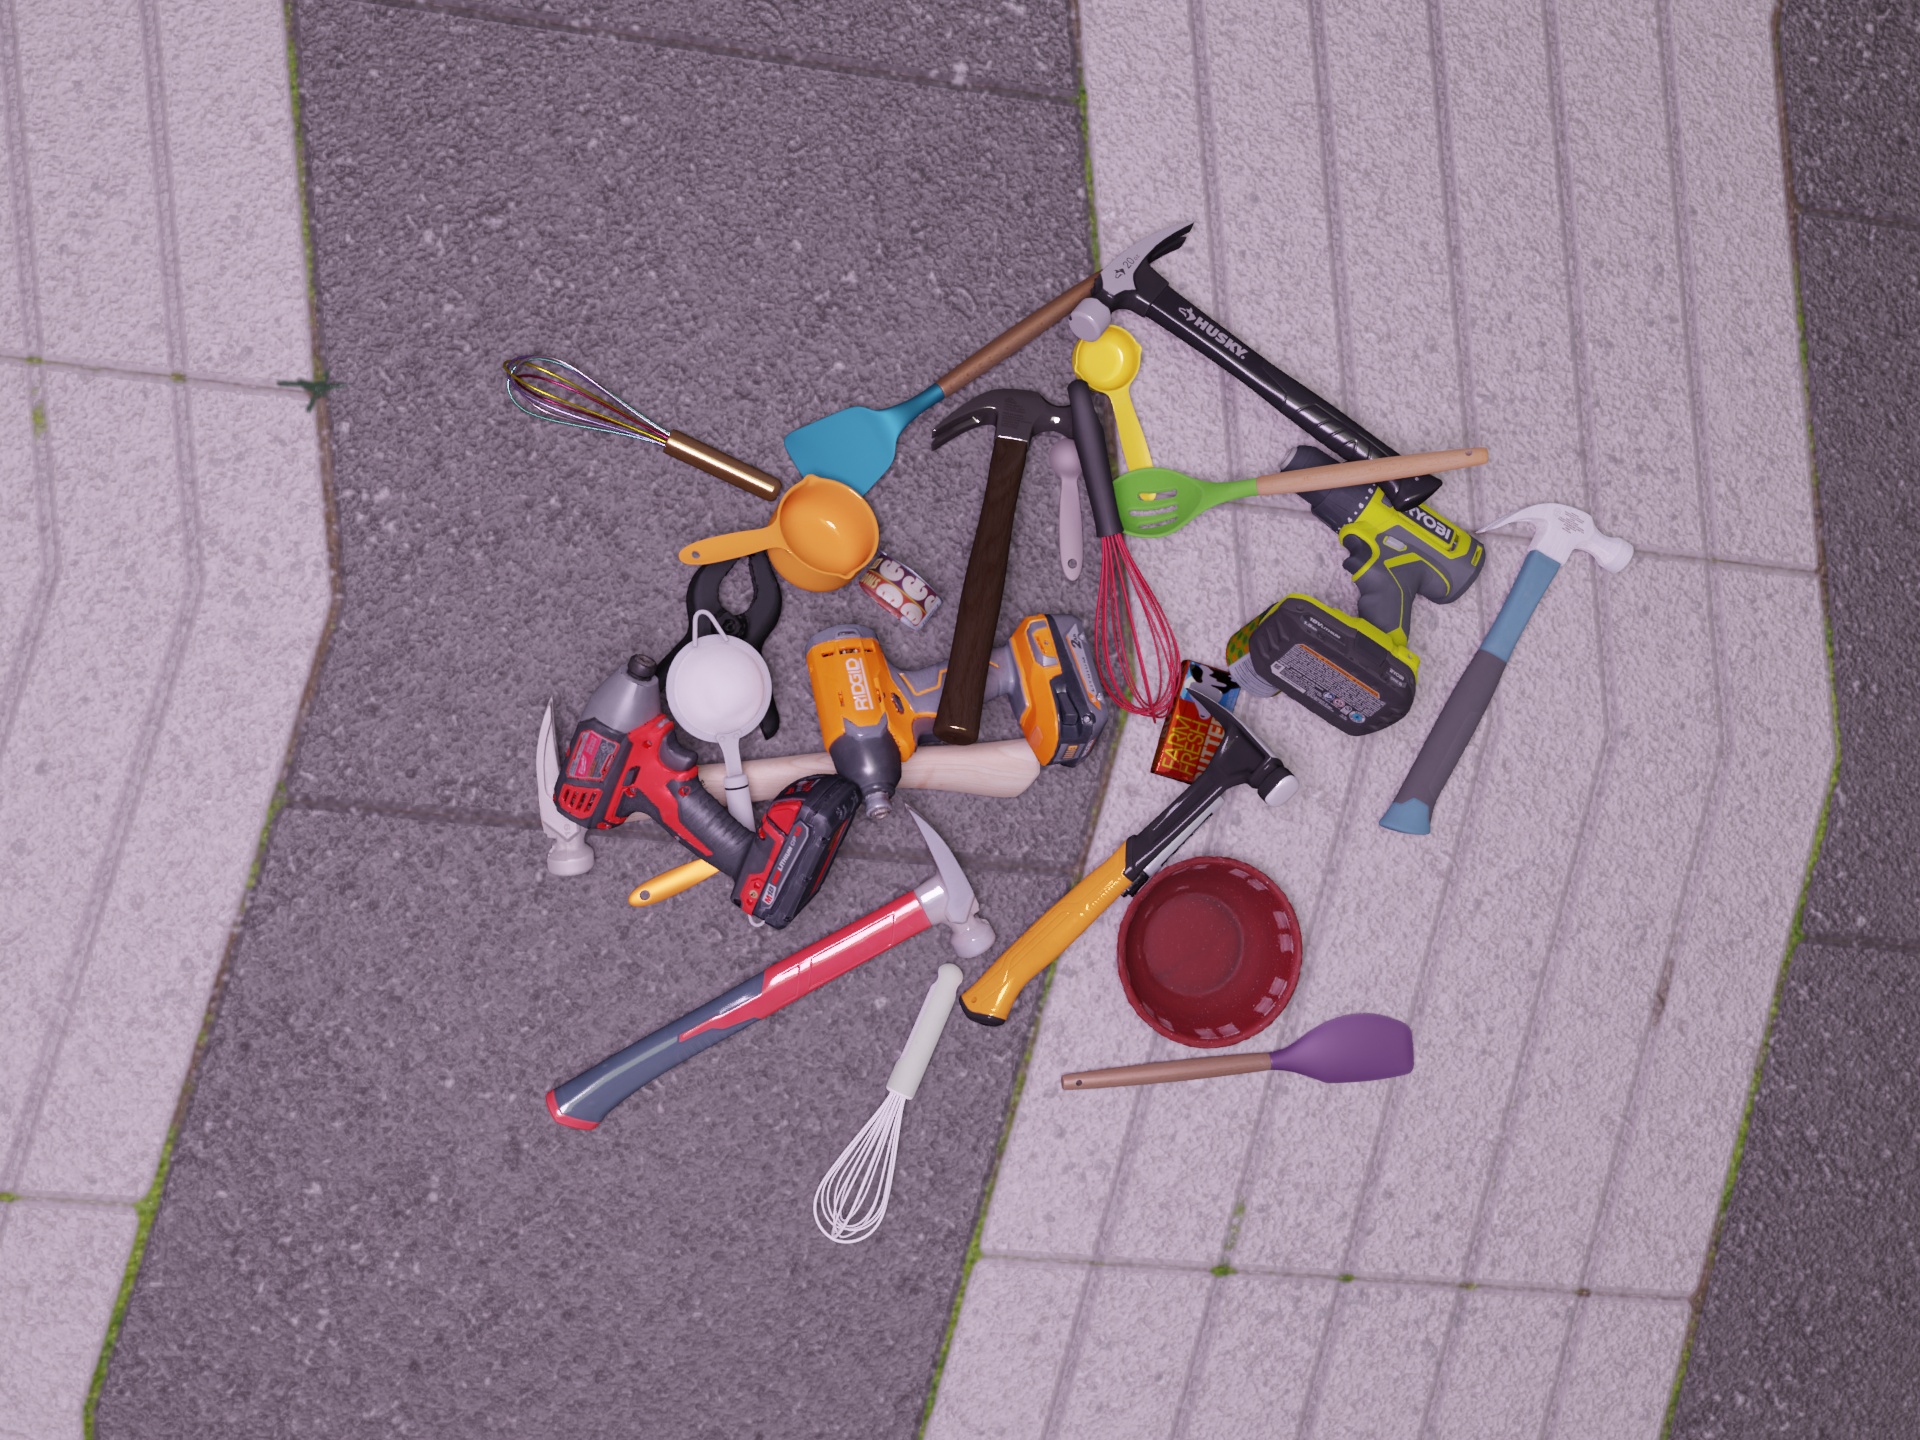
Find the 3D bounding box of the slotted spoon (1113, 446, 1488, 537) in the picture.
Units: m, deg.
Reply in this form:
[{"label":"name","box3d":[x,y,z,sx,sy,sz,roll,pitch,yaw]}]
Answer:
[{"label":"slotted spoon","box3d":[0.271,-0.195,1.313,0.314,0.031,0.070,-6,65,21]}]

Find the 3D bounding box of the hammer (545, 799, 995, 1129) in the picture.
[{"label":"hammer","box3d":[-0.170,0.213,1.308,0.386,0.038,0.143,-28,107,-5]}]

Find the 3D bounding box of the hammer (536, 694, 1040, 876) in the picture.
[{"label":"hammer","box3d":[-0.138,0.037,1.312,0.410,0.038,0.146,-5,108,-9]}]

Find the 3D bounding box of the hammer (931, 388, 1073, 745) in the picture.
[{"label":"hammer","box3d":[0.021,-0.132,1.288,0.130,0.031,0.331,10,64,3]}]

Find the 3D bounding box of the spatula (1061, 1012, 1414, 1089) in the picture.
[{"label":"spatula","box3d":[0.242,0.295,1.377,0.316,0.018,0.060,-5,89,-8]}]

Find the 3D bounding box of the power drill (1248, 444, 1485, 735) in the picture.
[{"label":"power drill","box3d":[0.327,-0.118,1.329,0.190,0.080,0.229,33,55,-4]}]

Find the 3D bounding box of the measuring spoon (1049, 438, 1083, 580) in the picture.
[{"label":"measuring spoon","box3d":[0.096,-0.182,1.366,0.034,0.018,0.124,-1,87,-7]}]

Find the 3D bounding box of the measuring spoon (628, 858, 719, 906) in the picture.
[{"label":"measuring spoon","box3d":[-0.223,0.128,1.327,0.117,0.011,0.021,-24,92,-7]}]

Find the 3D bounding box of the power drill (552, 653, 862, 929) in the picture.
[{"label":"power drill","box3d":[-0.195,0.051,1.209,0.220,0.078,0.143,28,112,6]}]

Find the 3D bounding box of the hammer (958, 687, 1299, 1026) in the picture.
[{"label":"hammer","box3d":[0.121,0.126,1.323,0.337,0.034,0.127,-45,53,8]}]

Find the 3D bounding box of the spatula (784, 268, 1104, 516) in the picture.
[{"label":"spatula","box3d":[-0.001,-0.294,1.356,0.317,0.044,0.082,-36,95,-11]}]

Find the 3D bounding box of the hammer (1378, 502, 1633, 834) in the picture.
[{"label":"hammer","box3d":[0.464,-0.043,1.402,0.128,0.033,0.331,30,86,-6]}]

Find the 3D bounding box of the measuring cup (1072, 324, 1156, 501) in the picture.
[{"label":"measuring cup","box3d":[0.139,-0.264,1.376,0.062,0.029,0.156,-20,103,-7]}]

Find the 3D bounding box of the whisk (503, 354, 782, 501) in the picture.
[{"label":"whisk","box3d":[-0.263,-0.239,1.314,0.245,0.047,0.051,25,85,-9]}]

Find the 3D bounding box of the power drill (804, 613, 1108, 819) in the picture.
[{"label":"power drill","box3d":[-0.002,-0.004,1.285,0.226,0.084,0.164,-6,61,-15]}]

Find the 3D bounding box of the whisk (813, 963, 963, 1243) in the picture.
[{"label":"whisk","box3d":[-0.055,0.318,1.328,0.059,0.058,0.246,24,82,2]}]

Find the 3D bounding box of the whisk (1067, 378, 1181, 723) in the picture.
[{"label":"whisk","box3d":[0.128,-0.137,1.323,0.073,0.073,0.295,-16,103,-7]}]

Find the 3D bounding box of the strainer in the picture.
[{"label":"strainer","box3d":[-0.177,0.041,1.262,0.087,0.050,0.258,-13,102,-25]}]

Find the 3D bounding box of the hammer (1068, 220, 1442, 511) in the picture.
[{"label":"hammer","box3d":[0.263,-0.288,1.339,0.335,0.035,0.146,37,67,3]}]

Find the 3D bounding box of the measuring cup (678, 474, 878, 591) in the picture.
[{"label":"measuring cup","box3d":[-0.153,-0.140,1.294,0.173,0.052,0.095,-16,77,-28]}]
